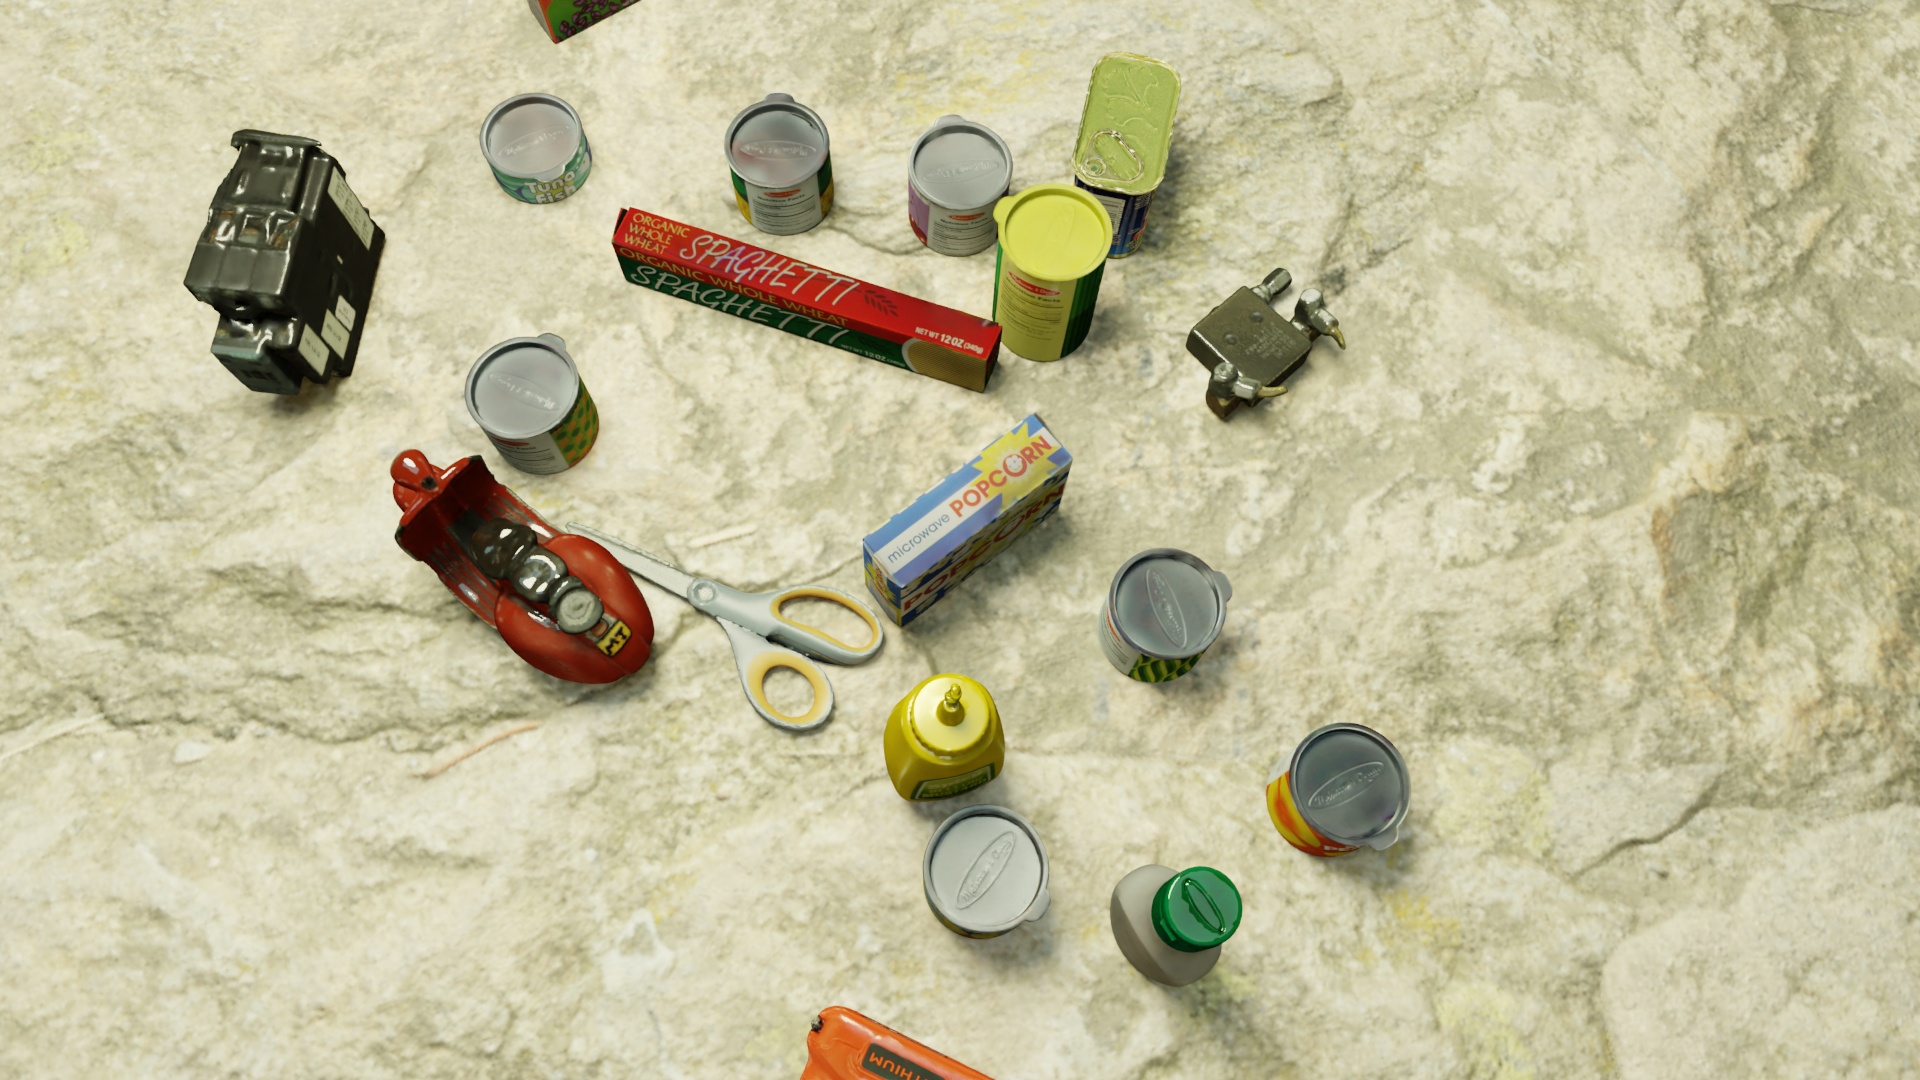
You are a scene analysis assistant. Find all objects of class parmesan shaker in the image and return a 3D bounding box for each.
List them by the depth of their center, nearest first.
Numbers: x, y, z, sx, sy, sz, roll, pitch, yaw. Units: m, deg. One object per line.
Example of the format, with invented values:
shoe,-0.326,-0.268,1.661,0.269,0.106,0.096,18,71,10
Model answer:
parmesan shaker,0.051,-0.163,0.851,0.071,0.102,0.071,1,70,-2

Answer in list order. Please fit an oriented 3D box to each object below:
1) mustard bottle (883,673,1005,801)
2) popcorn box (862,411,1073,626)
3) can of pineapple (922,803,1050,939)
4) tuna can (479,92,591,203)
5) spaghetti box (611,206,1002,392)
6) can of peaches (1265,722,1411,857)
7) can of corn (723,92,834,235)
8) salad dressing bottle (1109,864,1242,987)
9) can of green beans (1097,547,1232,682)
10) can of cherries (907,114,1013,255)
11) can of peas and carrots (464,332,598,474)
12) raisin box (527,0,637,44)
mustard bottle,-0.008,0.101,0.723,0.065,0.159,0.049,-14,72,-7
popcorn box,0.003,-0.010,0.803,0.127,0.085,0.038,-37,76,-14
can of pineapple,0.013,0.181,0.748,0.071,0.057,0.071,1,70,-2
tuna can,-0.276,-0.255,0.911,0.071,0.032,0.071,1,70,-2
spaghetti box,-0.097,-0.150,0.870,0.250,0.050,0.029,18,71,5
can of peaches,0.209,0.141,0.770,0.071,0.058,0.071,1,70,-2
can of corn,-0.116,-0.242,0.898,0.071,0.058,0.071,1,70,-2
salad dressing bottle,0.109,0.191,0.700,0.044,0.147,0.064,-31,74,-12
can of green beans,0.115,0.044,0.802,0.071,0.057,0.071,1,70,-2
can of cherries,-0.001,-0.229,0.897,0.071,0.058,0.072,1,70,-2
can of peas and carrots,-0.255,-0.082,0.835,0.071,0.058,0.071,1,70,-2
raisin box,-0.255,-0.398,0.915,0.086,0.123,0.040,-33,75,-12
